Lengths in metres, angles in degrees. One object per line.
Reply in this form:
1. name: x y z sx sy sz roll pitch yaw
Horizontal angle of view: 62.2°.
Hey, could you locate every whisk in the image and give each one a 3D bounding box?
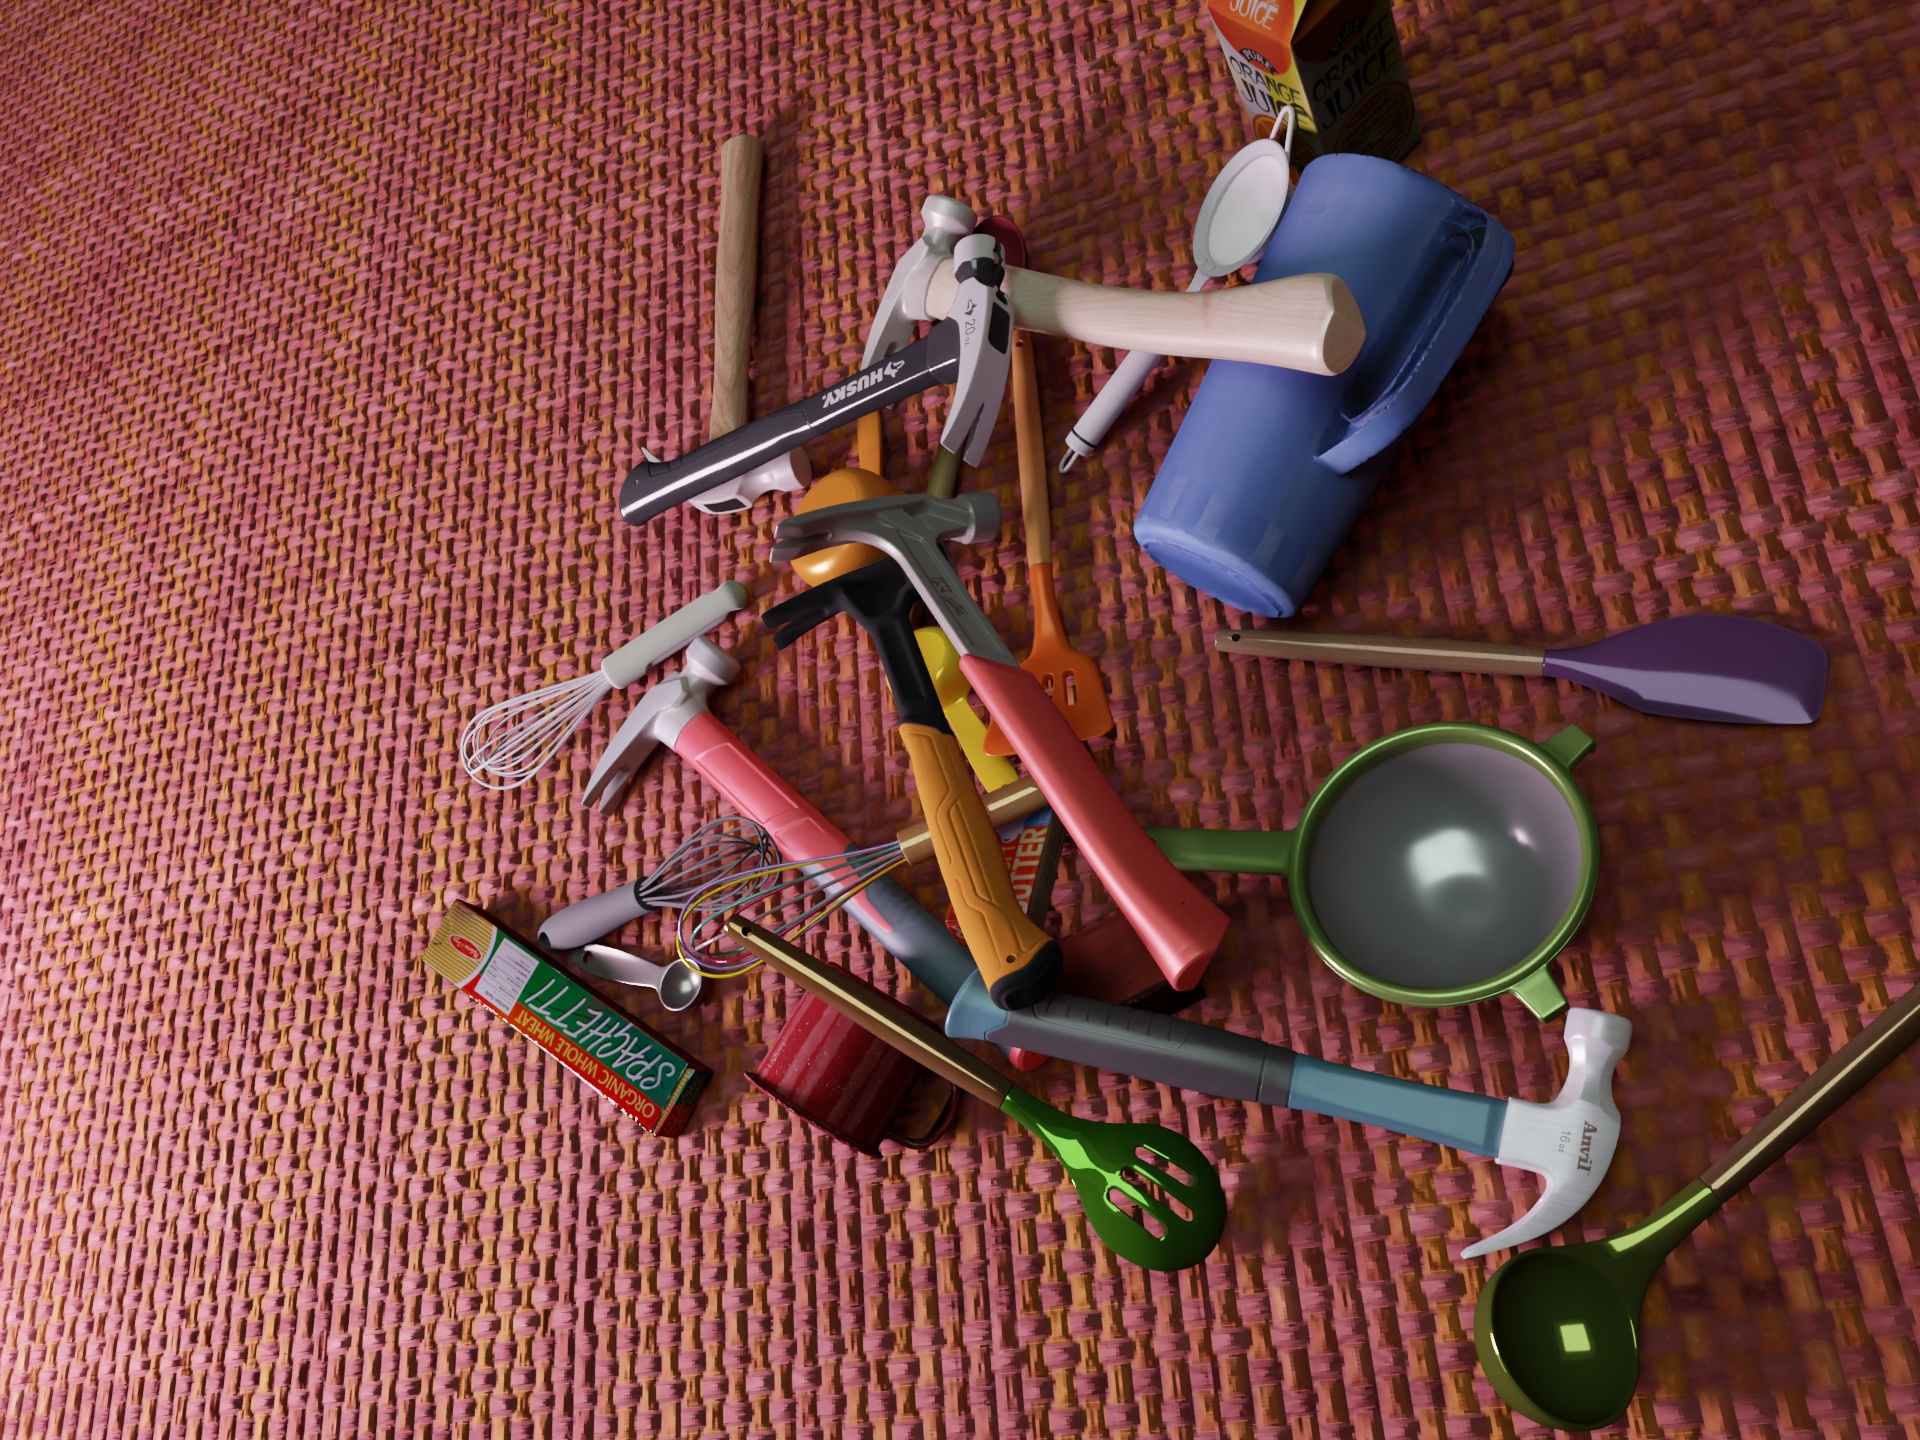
1. whisk: -0.051 0.087 0.921 0.245 0.051 0.047 -24 41 2
2. whisk: -0.198 0.113 1.015 0.239 0.055 0.055 -24 59 38
3. whisk: -0.253 -0.028 1.130 0.246 0.058 0.059 -32 93 9

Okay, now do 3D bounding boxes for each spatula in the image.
1. spatula: 0.291 -0.035 0.863 0.316 0.018 0.060 5 70 28
2. spatula: 0.047 -0.122 1.010 0.081 0.041 0.323 -11 64 16

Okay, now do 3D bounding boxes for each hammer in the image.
1. hammer: -0.173 -0.305 1.205 0.130 0.031 0.332 -12 65 23
2. hammer: 0.153 0.176 0.800 0.331 0.033 0.128 10 78 17
3. hammer: -0.021 0.027 0.912 0.127 0.034 0.337 -21 47 -1
4. hammer: -0.092 0.098 0.996 0.387 0.038 0.143 38 92 33
5. hammer: 0.029 -0.001 0.880 0.149 0.036 0.359 -13 52 -27
6. hammer: -0.106 -0.192 1.052 0.335 0.035 0.146 -17 61 35
7. hammer: 0.072 -0.237 0.956 0.411 0.038 0.146 27 96 51

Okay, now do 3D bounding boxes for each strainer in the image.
1. strainer: 0.139 -0.258 0.993 0.258 0.050 0.087 -52 34 22
2. strainer: 0.203 0.081 0.832 0.256 0.069 0.152 0 63 32

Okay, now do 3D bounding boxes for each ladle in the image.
1. ladle: -0.004 -0.194 1.074 0.069 0.031 0.315 -1 71 47
2. ladle: 0.360 0.195 0.712 0.320 0.062 0.078 -43 79 3

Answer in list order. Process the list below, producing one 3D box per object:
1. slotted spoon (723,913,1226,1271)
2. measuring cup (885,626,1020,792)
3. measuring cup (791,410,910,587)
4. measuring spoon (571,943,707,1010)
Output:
1. slotted spoon: 0.002 0.189 0.851 0.314 0.031 0.070 30 70 13
2. measuring cup: -0.002 -0.003 0.978 0.062 0.029 0.157 -37 46 4
3. measuring cup: -0.076 -0.161 1.075 0.095 0.052 0.174 -25 55 33
4. measuring spoon: -0.211 0.166 1.047 0.124 0.018 0.034 8 71 37
